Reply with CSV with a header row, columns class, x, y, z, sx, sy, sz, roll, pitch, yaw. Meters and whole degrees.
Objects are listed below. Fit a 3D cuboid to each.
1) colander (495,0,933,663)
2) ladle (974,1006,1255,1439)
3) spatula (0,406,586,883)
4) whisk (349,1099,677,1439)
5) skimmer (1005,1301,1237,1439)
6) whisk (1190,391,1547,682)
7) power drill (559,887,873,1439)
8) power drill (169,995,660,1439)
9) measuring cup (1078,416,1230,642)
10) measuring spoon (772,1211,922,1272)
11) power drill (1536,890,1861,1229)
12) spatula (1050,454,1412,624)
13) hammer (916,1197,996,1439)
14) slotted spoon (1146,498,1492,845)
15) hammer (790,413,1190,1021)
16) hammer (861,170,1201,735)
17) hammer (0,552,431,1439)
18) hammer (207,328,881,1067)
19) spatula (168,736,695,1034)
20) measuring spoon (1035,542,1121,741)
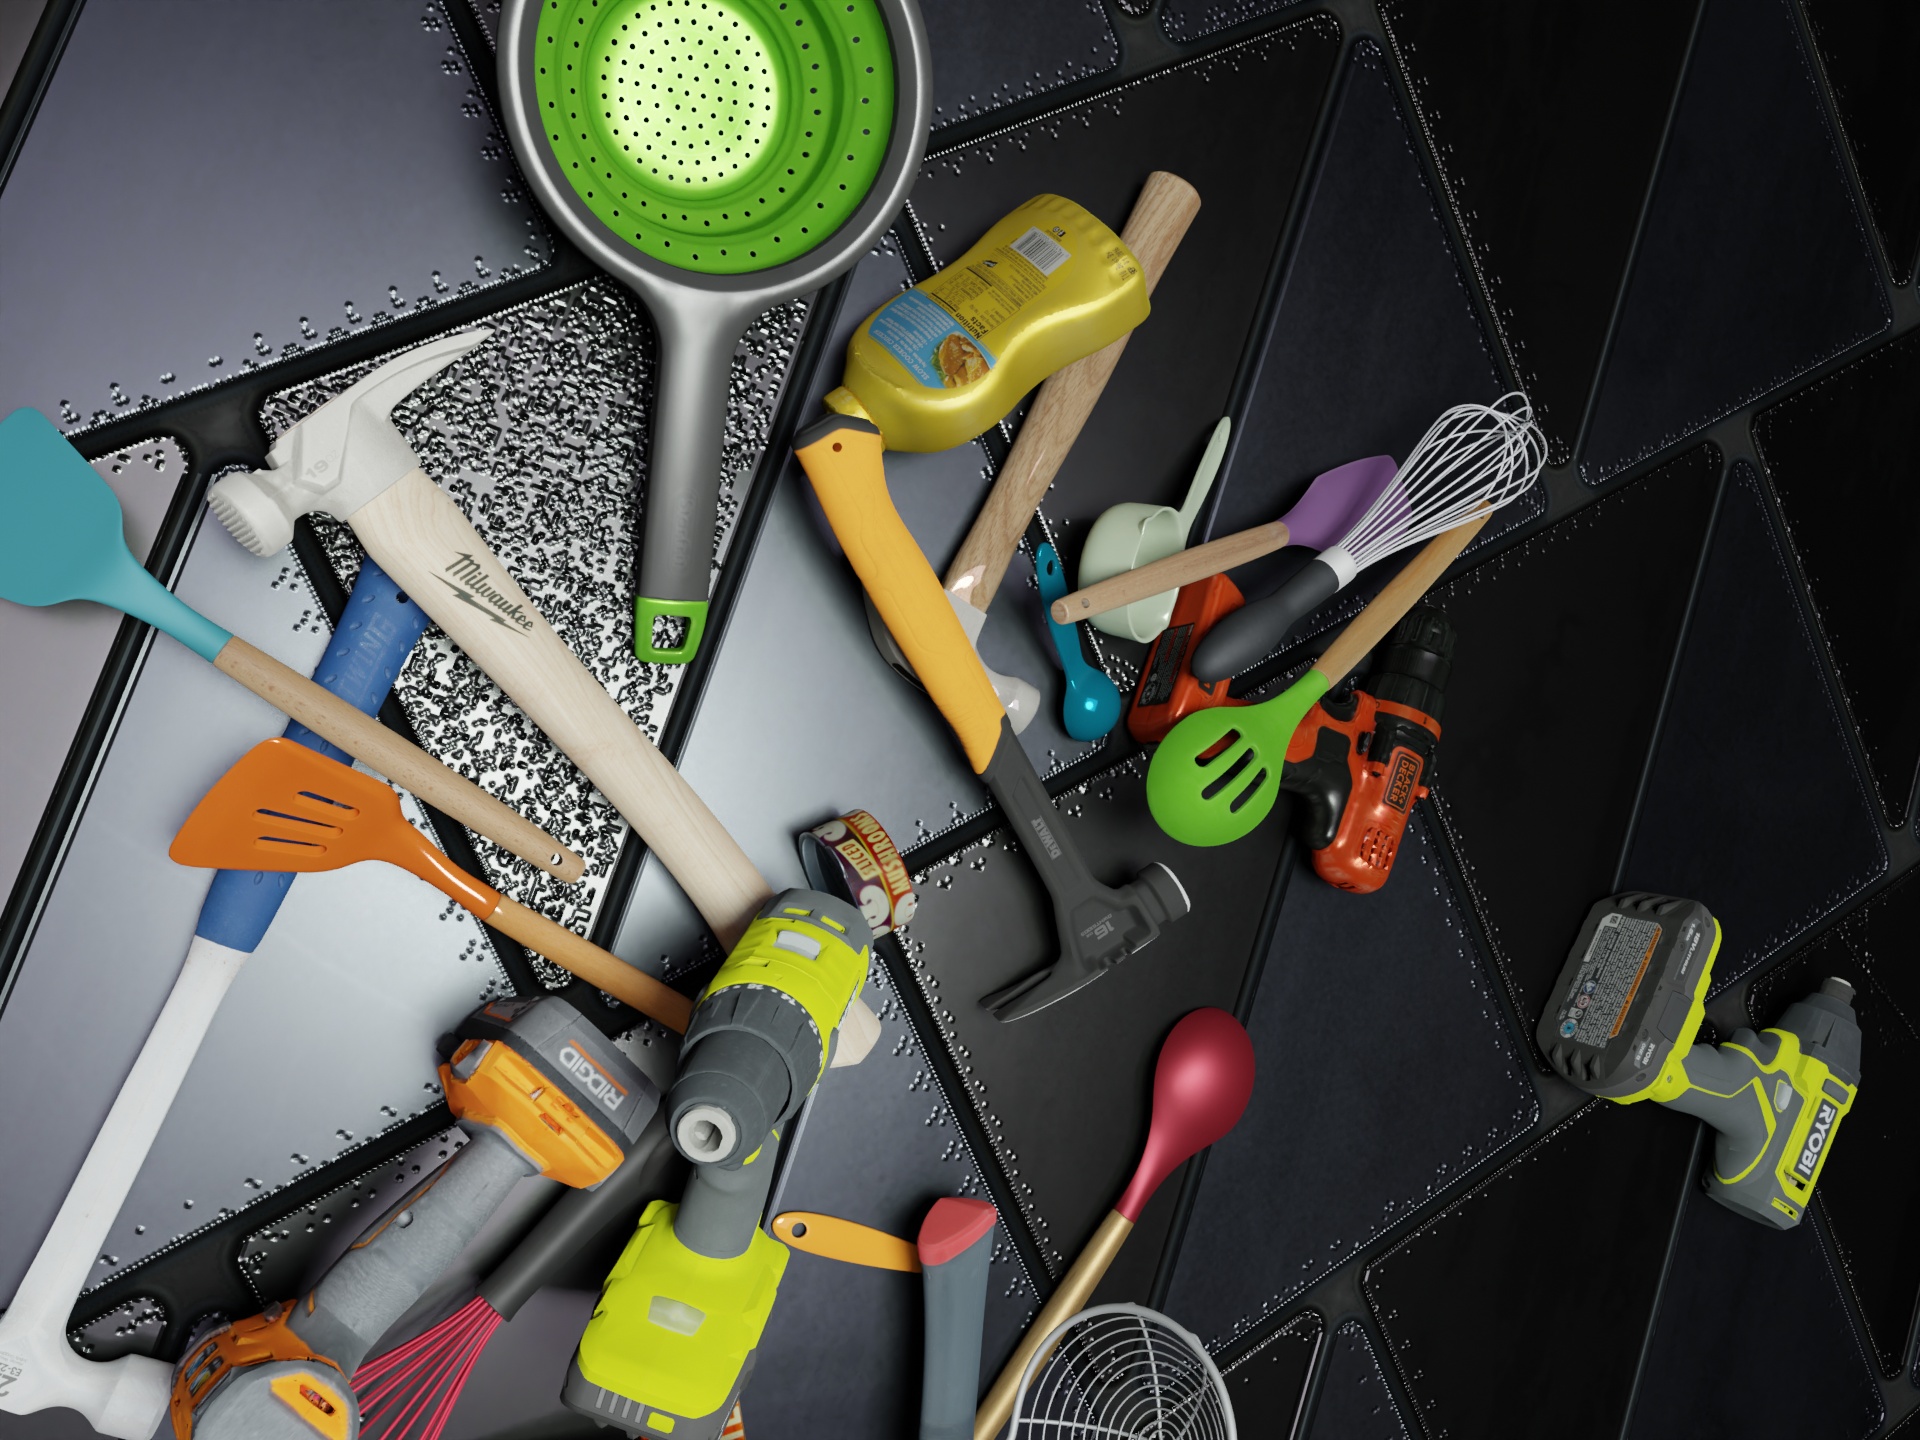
class,x,y,z,sx,sy,sz,roll,pitch,yaw
colander,-0.135,-0.229,0.793,0.204,0.095,0.397,2,107,-22
ladle,0.076,0.300,0.895,0.069,0.031,0.315,40,77,-18
spatula,-0.304,-0.018,0.711,0.317,0.044,0.082,36,77,-16
whisk,-0.237,0.292,0.753,0.296,0.073,0.073,-45,105,-22
skimmer,-0.056,0.346,0.747,0.363,0.090,0.127,-2,60,-1
whisk,0.233,-0.102,0.902,0.284,0.070,0.070,-36,102,-21
power drill,-0.108,0.206,0.712,0.080,0.190,0.228,19,107,2
power drill,-0.251,0.231,0.707,0.084,0.164,0.226,48,61,-15
measuring cup,0.112,-0.118,0.907,0.168,0.038,0.083,-61,149,-31
measuring spoon,-0.047,0.284,0.852,0.116,0.011,0.021,22,81,-20
power drill,0.496,0.210,1.040,0.223,0.080,0.171,33,79,-22
spatula,0.164,-0.097,0.893,0.316,0.018,0.060,-21,92,-39
hammer,-0.004,0.448,0.827,0.143,0.038,0.386,13,80,-46
slotted spoon,0.215,-0.040,0.897,0.314,0.031,0.070,-41,97,-28
hammer,-0.001,-0.003,0.832,0.127,0.034,0.336,-32,108,-11
hammer,0.049,-0.165,0.886,0.130,0.031,0.331,31,78,-19
hammer,-0.345,0.109,0.722,0.144,0.035,0.405,27,80,-20
hammer,-0.163,0.010,0.776,0.146,0.038,0.410,-47,112,-26
spatula,-0.203,0.106,0.752,0.322,0.041,0.081,37,109,-28
measuring spoon,0.066,-0.041,0.866,0.042,0.021,0.128,-48,133,-35
